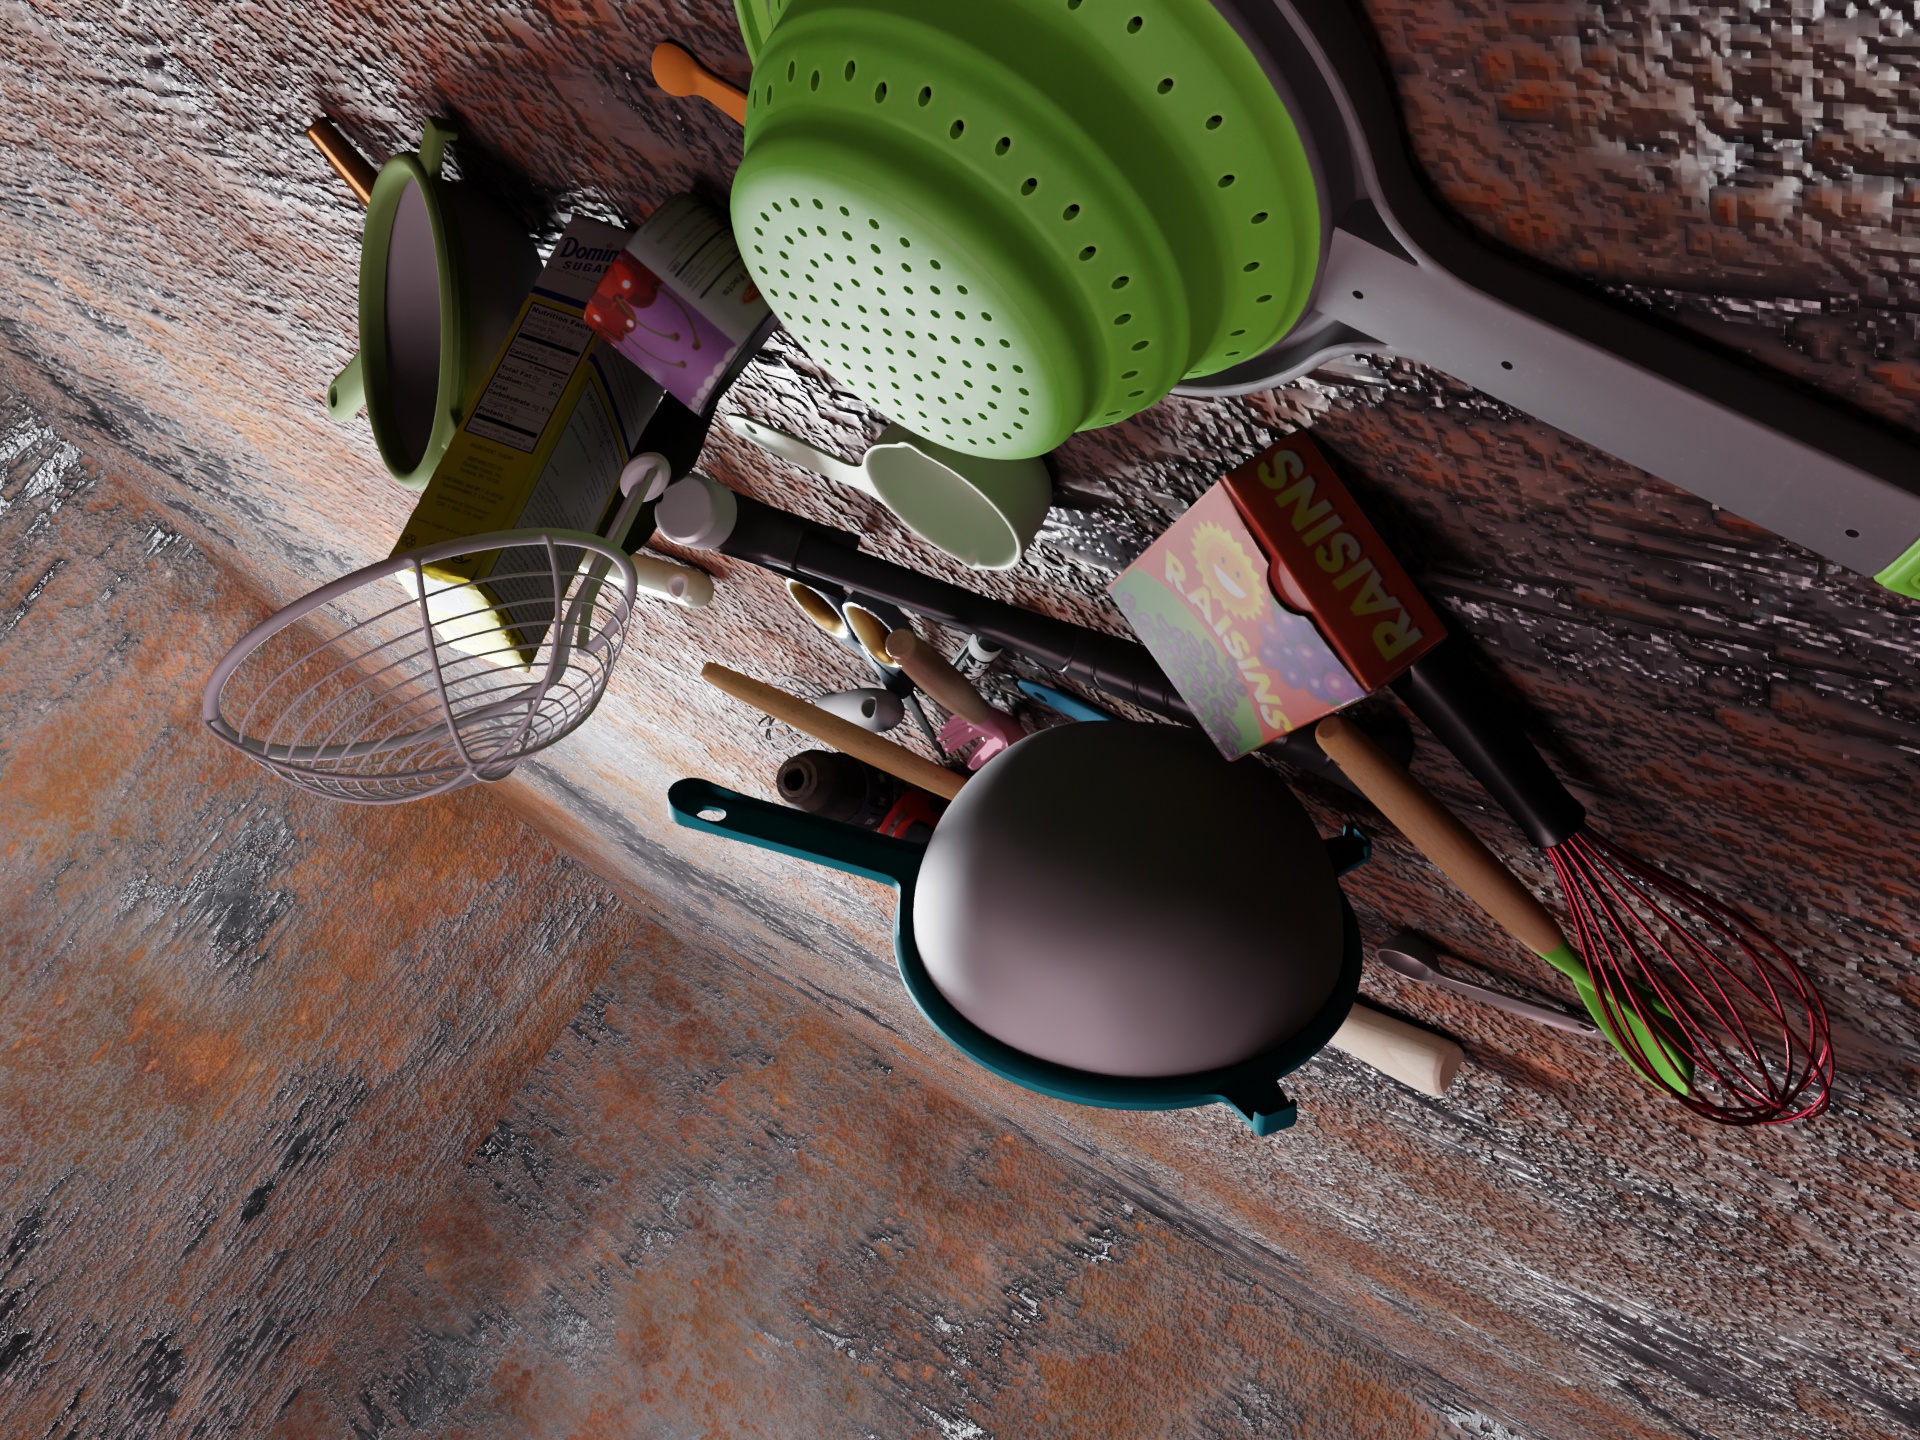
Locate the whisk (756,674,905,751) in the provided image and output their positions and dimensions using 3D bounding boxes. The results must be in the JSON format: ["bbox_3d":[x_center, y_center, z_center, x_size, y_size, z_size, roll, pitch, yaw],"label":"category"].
[{"bbox_3d":[-0.086,-0.004,1.032,0.055,0.055,0.239,40,165,-18],"label":"whisk"}]

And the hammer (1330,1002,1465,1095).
[{"bbox_3d":[0.138,0.147,1.068,0.411,0.038,0.146,20,156,40],"label":"hammer"}]

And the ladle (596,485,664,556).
[{"bbox_3d":[-0.244,-0.132,0.878,0.320,0.062,0.078,12,138,56],"label":"ladle"}]

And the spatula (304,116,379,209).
[{"bbox_3d":[-0.217,-0.188,0.850,0.081,0.041,0.322,12,148,53],"label":"spatula"}]

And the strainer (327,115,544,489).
[{"bbox_3d":[-0.258,-0.182,0.789,0.069,0.151,0.256,-5,-179,-32],"label":"strainer"}]

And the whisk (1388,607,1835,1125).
[{"bbox_3d":[0.236,0.053,0.597,0.295,0.073,0.073,47,161,-15],"label":"whisk"}]

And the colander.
[{"bbox_3d":[0.075,-0.099,0.412,0.397,0.094,0.204,31,163,14],"label":"colander"}]

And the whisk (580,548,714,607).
[{"bbox_3d":[-0.257,-0.112,1.099,0.246,0.058,0.059,18,-169,36],"label":"whisk"}]

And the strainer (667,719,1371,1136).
[{"bbox_3d":[0.016,0.047,0.719,0.340,0.211,0.095,14,128,17],"label":"strainer"}]

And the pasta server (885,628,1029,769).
[{"bbox_3d":[-0.001,-0.003,0.801,0.060,0.040,0.316,37,179,13],"label":"pasta server"}]

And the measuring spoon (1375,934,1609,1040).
[{"bbox_3d":[0.277,0.136,0.822,0.124,0.018,0.034,19,158,25],"label":"measuring spoon"}]

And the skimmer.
[{"bbox_3d":[-0.148,-0.087,0.582,0.090,0.127,0.364,48,-157,-23],"label":"skimmer"}]

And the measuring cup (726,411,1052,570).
[{"bbox_3d":[-0.032,-0.115,0.671,0.168,0.038,0.083,26,161,33],"label":"measuring cup"}]

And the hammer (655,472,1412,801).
[{"bbox_3d":[0.036,-0.037,0.709,0.335,0.035,0.146,22,-176,19],"label":"hammer"}]

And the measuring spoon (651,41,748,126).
[{"bbox_3d":[-0.059,-0.194,0.545,0.117,0.011,0.021,34,163,1],"label":"measuring spoon"}]

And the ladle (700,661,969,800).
[{"bbox_3d":[-0.016,0.035,0.953,0.315,0.031,0.069,27,179,-25],"label":"ladle"}]

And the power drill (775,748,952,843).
[{"bbox_3d":[-0.003,0.094,1.002,0.227,0.080,0.187,37,-173,26],"label":"power drill"}]

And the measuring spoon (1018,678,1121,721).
[{"bbox_3d":[0.082,0.014,0.829,0.129,0.021,0.042,27,162,17],"label":"measuring spoon"}]

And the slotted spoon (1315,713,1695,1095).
[{"bbox_3d":[0.230,0.079,0.650,0.313,0.031,0.070,37,-173,-36],"label":"slotted spoon"}]
